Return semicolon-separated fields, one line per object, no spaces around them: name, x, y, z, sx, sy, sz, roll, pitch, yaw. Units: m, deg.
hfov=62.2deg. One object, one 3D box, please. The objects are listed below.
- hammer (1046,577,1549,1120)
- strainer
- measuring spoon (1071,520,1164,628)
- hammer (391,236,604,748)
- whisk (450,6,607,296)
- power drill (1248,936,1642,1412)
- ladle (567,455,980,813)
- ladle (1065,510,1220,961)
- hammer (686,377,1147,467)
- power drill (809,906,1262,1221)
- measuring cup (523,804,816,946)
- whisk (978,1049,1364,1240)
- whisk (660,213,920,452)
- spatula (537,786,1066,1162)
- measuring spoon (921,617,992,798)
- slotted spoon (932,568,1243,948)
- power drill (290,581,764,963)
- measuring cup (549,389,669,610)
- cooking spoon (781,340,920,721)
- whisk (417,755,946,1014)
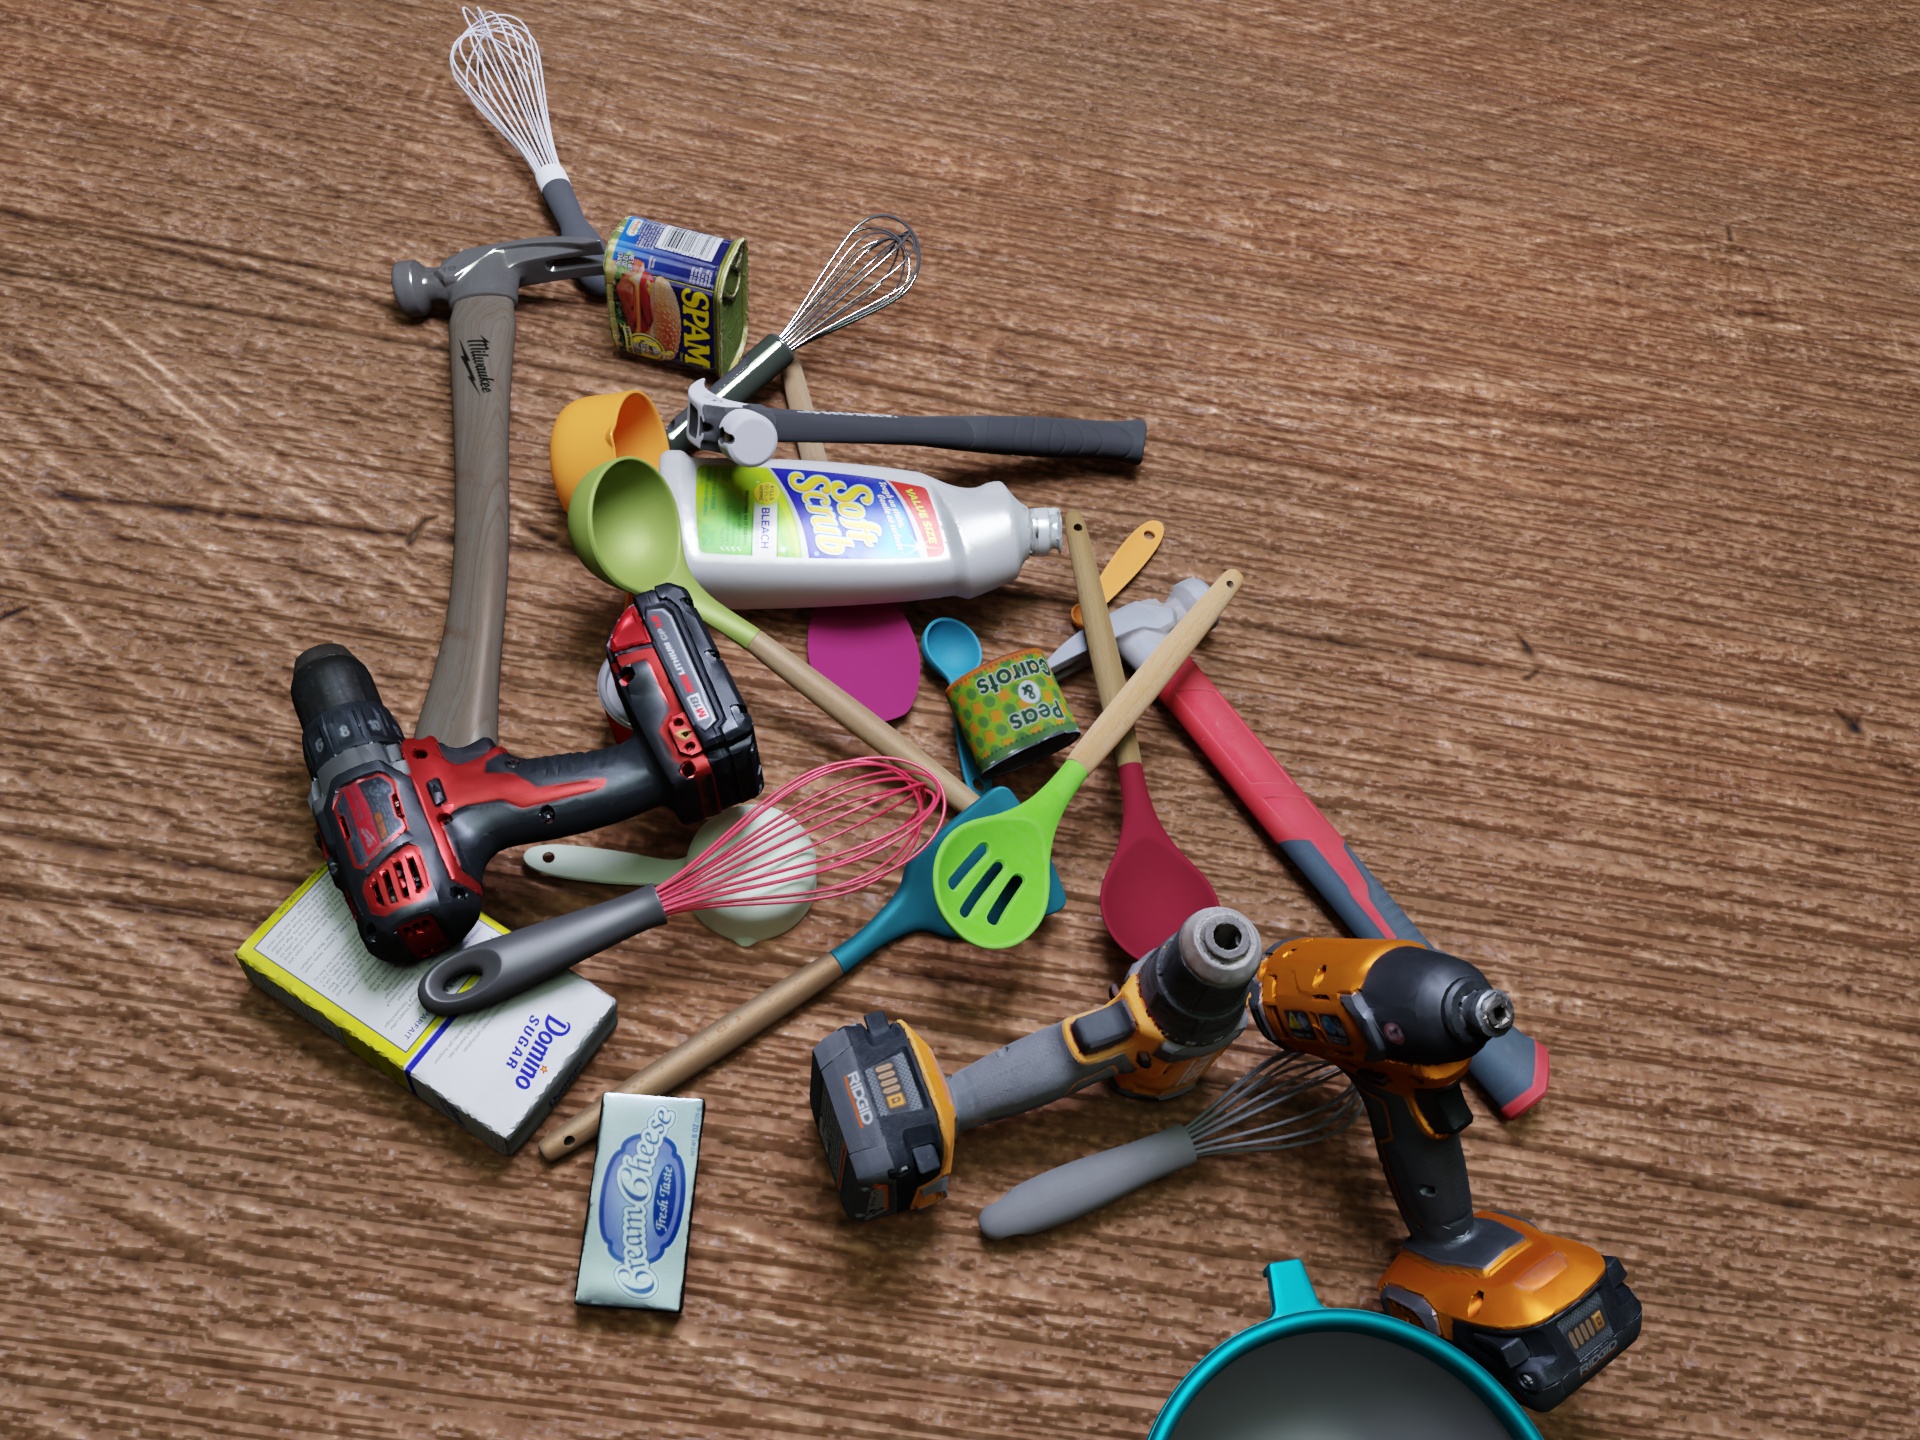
hammer;0.202;0.082;0.965;0.143;0.038;0.387;-28;67;-22
strainer;0.224;0.425;0.727;0.340;0.095;0.211;34;62;9
measuring spoon;0.107;-0.099;1.078;0.021;0.011;0.117;32;56;11
hammer;-0.295;-0.145;1.008;0.146;0.038;0.411;-8;62;2
whisk;-0.313;-0.423;1.182;0.070;0.070;0.285;-19;69;-20
power drill;0.241;0.212;0.779;0.084;0.164;0.226;-26;93;-22
ladle;-0.096;-0.038;0.938;0.320;0.062;0.078;37;47;-5
ladle;0.096;0.005;0.961;0.069;0.031;0.316;-5;63;-9
hammer;-0.020;-0.192;1.055;0.334;0.035;0.146;-3;20;-27
power drill;0.043;0.167;0.802;0.226;0.185;0.084;-16;64;-15
measuring cup;-0.164;0.079;0.903;0.167;0.038;0.083;6;58;-8
whisk;0.120;0.228;0.860;0.239;0.055;0.055;-18;63;-14
whisk;-0.118;-0.263;1.097;0.246;0.058;0.059;-45;118;-15
spatula;-0.087;0.147;0.872;0.317;0.044;0.082;-31;101;-22
measuring spoon;-0.002;-0.003;0.998;0.042;0.021;0.129;3;65;-32
slotted spoon;0.083;0.013;0.925;0.070;0.031;0.314;43;61;-3
power drill;-0.239;0.007;0.857;0.226;0.080;0.188;-24;64;-14
measuring cup;-0.225;-0.123;1.006;0.052;0.095;0.174;-1;80;13
cooking spoon;-0.087;-0.133;1.059;0.068;0.017;0.319;-13;61;-5
whisk;-0.142;0.089;0.847;0.296;0.073;0.073;-22;65;-16
